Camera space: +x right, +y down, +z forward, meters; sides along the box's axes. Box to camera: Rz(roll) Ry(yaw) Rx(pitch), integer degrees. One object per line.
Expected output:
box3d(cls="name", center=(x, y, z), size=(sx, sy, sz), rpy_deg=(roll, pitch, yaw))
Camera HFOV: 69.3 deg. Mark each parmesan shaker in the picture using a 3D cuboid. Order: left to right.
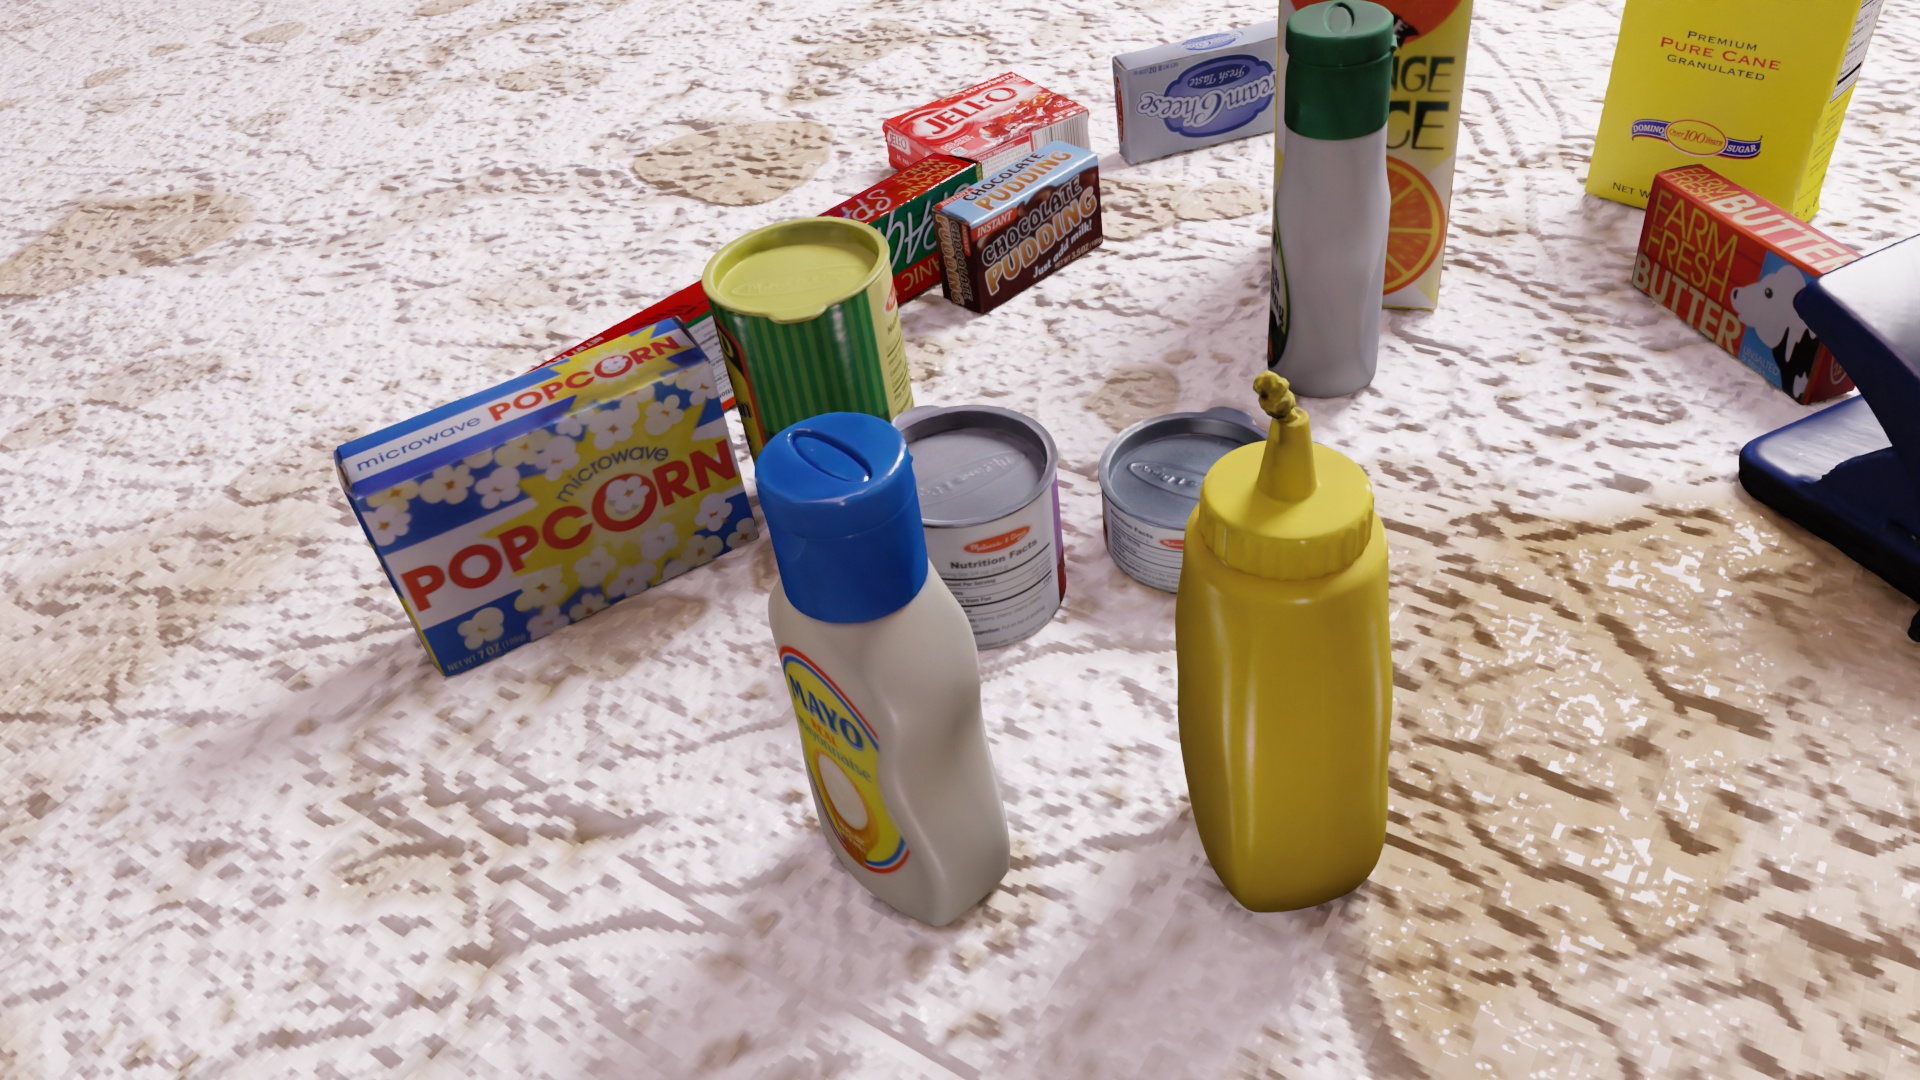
box3d(cls="parmesan shaker", center=(-0.051, -0.056, 0.513), size=(0.071, 0.102, 0.072), rpy_deg=(-5, 40, 4))

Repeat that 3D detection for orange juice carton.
box3d(cls="orange juice carton", center=(0.169, -0.196, 0.569), size=(0.073, 0.191, 0.072), rpy_deg=(6, 42, 17))

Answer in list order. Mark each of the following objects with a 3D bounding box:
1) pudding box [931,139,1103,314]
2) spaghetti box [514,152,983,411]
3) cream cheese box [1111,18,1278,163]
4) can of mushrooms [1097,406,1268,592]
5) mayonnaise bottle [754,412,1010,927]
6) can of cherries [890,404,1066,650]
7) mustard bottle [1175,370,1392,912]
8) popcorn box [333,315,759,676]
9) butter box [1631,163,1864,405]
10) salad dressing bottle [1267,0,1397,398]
box3d(cls="pudding box", center=(0.028, -0.147, 0.648), size=(0.084, 0.049, 0.030), rpy_deg=(-35, 46, -28))
box3d(cls="spaghetti box", center=(-0.083, -0.100, 0.612), size=(0.029, 0.050, 0.251), rpy_deg=(29, 53, 36))
box3d(cls="cream cheese box", center=(0.132, -0.237, 0.732), size=(0.104, 0.053, 0.024), rpy_deg=(-16, 40, -8))
box3d(cls="can of mushrooms", center=(0.084, -0.015, 0.494), size=(0.071, 0.033, 0.071), rpy_deg=(-5, 40, 4))
box3d(cls="mayonnaise bottle", center=(-0.022, 0.036, 0.364), size=(0.041, 0.147, 0.065), rpy_deg=(-34, 46, -27))
box3d(cls="can of cherries", center=(0.002, -0.006, 0.479), size=(0.071, 0.058, 0.072), rpy_deg=(-5, 40, 4))
box3d(cls="mustard bottle", center=(0.081, 0.026, 0.348), size=(0.049, 0.159, 0.065), rpy_deg=(-12, 40, -3))
box3d(cls="popcorn box", center=(-0.143, -0.016, 0.495), size=(0.127, 0.084, 0.038), rpy_deg=(-26, 43, -19))
box3d(cls="butter box", center=(0.308, -0.102, 0.542), size=(0.024, 0.052, 0.104), rpy_deg=(-15, 40, -8))
box3d(cls="salad dressing bottle", center=(0.140, -0.125, 0.526), size=(0.044, 0.146, 0.064), rpy_deg=(2, 41, 13))
